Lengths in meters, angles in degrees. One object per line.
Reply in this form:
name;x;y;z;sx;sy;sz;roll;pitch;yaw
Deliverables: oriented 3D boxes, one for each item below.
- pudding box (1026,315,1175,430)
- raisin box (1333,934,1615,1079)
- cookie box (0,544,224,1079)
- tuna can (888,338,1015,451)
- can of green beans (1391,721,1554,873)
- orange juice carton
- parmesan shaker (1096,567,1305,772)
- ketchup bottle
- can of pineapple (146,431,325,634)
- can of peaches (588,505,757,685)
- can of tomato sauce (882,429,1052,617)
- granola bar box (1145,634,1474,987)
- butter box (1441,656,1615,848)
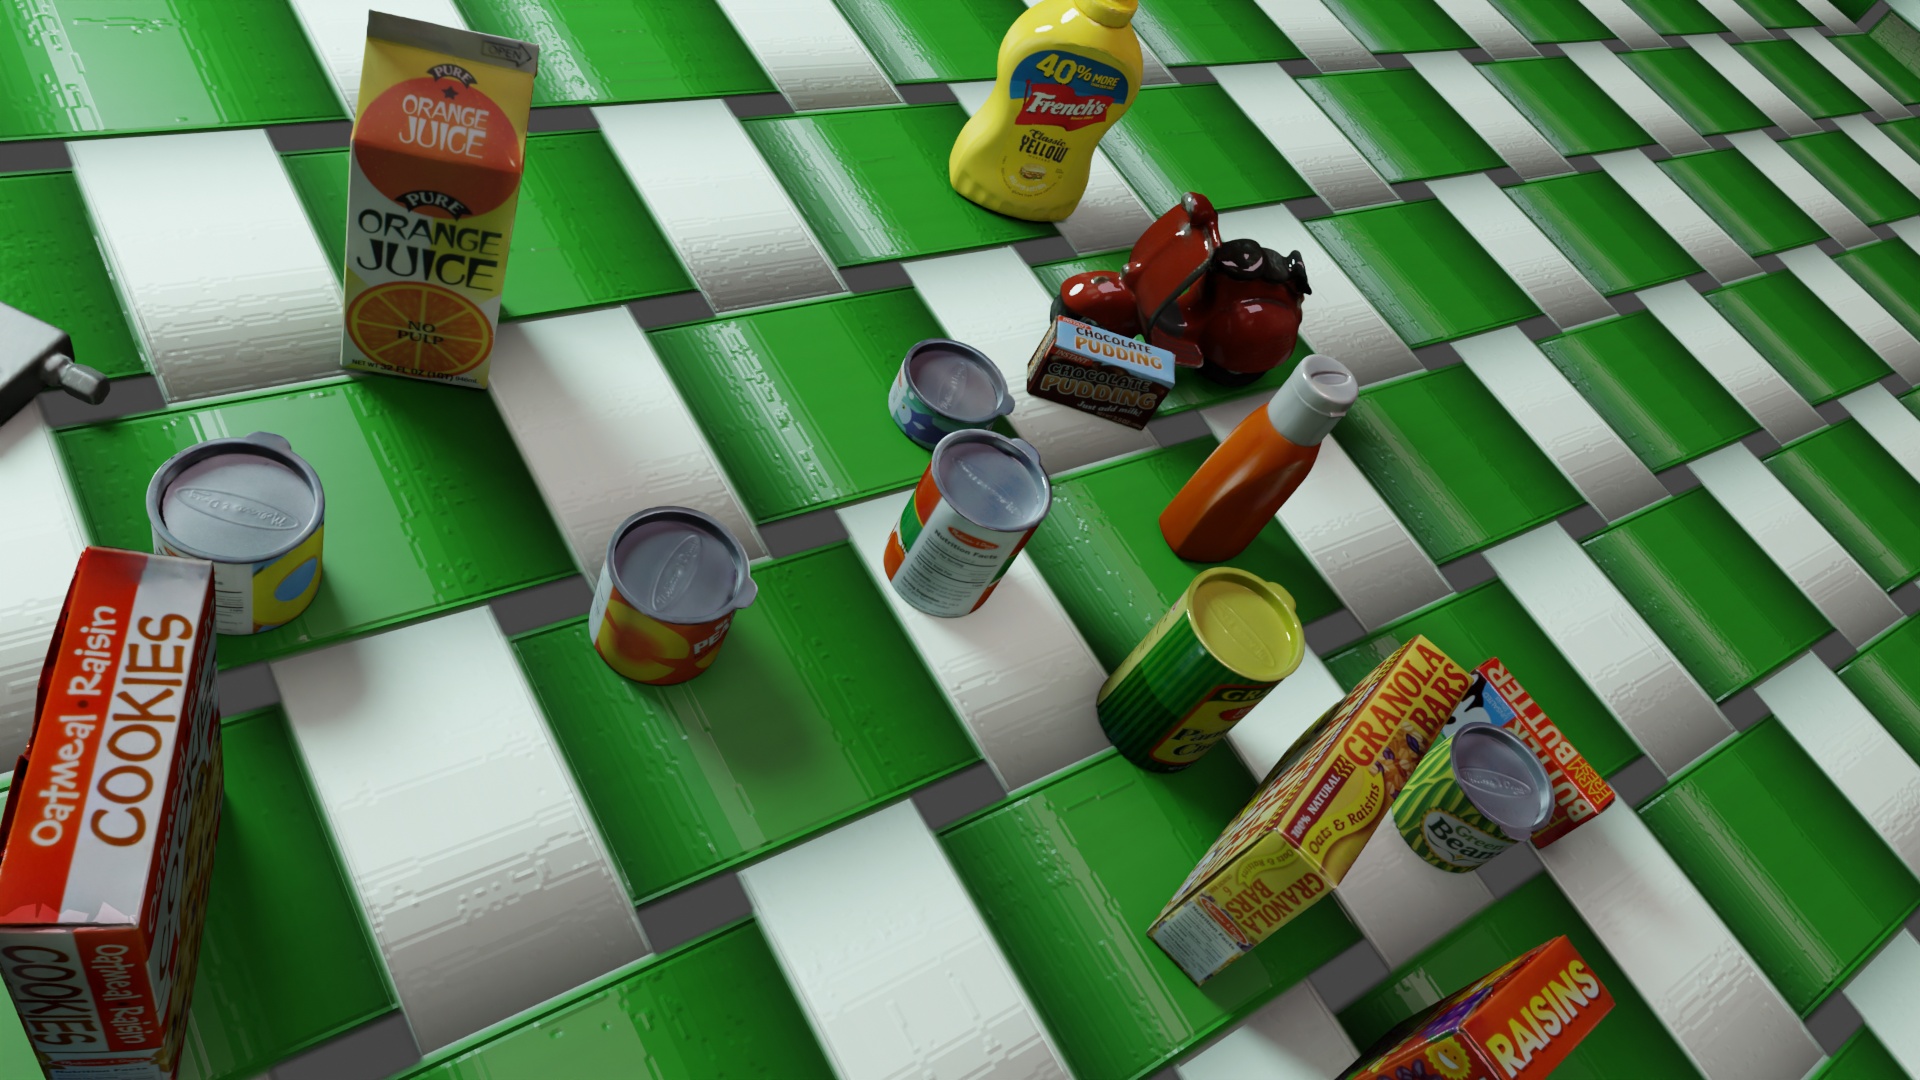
pudding box;0.089;-0.106;0.880;0.084;0.049;0.030;17;49;-14
raisin box;0.222;0.233;0.626;0.086;0.122;0.040;-20;65;-36
cookie box;-0.276;0.100;0.459;0.040;0.166;0.123;6;52;-22
tuna can;-0.005;-0.085;0.829;0.071;0.032;0.071;13;50;-16
can of green beans;0.283;0.143;0.772;0.071;0.057;0.071;13;50;-16
orange juice carton;-0.250;-0.165;0.664;0.072;0.191;0.073;8;52;-21
parmesan shaker;0.125;0.069;0.723;0.071;0.102;0.072;13;50;-16
ketchup bottle;0.175;-0.045;0.807;0.065;0.148;0.044;-6;58;-30
can of pineapple;-0.309;-0.002;0.599;0.071;0.057;0.071;13;50;-16
can of peaches;-0.137;0.028;0.658;0.071;0.057;0.071;13;50;-16
can of tomato sauce;0.003;-0.009;0.739;0.071;0.082;0.071;13;50;-16
granola bar box;0.172;0.130;0.683;0.039;0.123;0.166;43;48;10
butter box;0.325;0.124;0.811;0.024;0.052;0.104;-22;66;-37
